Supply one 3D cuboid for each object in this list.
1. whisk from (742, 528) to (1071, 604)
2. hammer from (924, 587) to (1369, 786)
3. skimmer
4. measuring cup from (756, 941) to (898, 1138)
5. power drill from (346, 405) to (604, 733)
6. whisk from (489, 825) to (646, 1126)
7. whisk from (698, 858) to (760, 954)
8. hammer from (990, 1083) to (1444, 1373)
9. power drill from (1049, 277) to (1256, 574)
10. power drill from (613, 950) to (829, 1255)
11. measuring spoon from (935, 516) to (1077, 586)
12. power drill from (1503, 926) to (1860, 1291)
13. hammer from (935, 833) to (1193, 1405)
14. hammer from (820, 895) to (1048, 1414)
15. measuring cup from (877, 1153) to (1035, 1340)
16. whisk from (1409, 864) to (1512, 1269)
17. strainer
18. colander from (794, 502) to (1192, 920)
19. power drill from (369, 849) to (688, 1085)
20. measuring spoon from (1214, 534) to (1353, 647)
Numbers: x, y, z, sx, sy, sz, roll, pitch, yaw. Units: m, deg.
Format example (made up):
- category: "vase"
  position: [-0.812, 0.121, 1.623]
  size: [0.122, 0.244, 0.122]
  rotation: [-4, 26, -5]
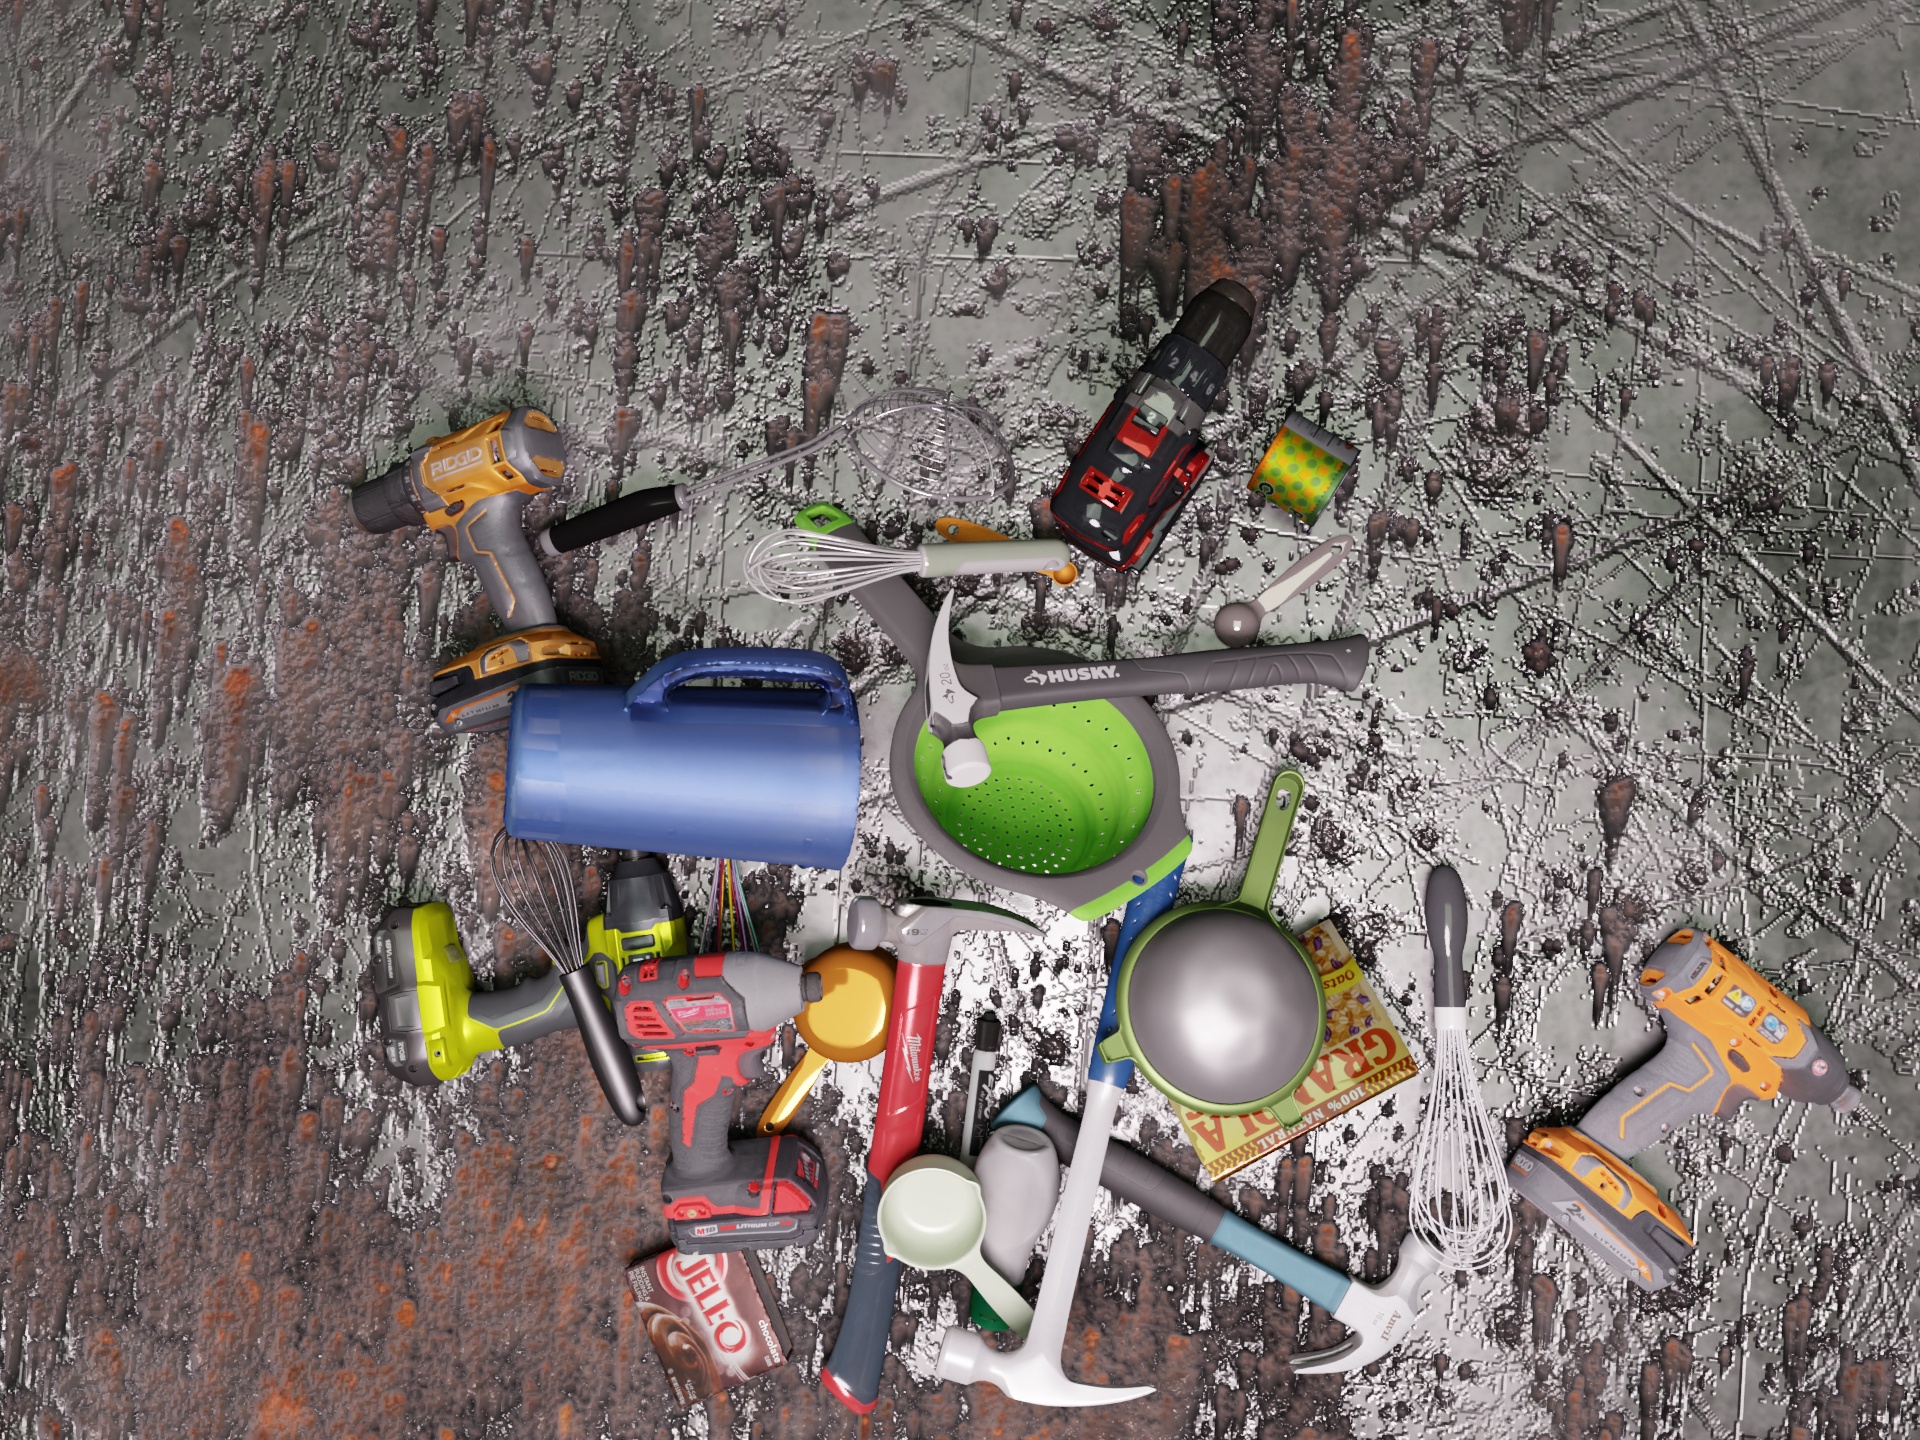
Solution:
- category: "whisk"
  position: [-0.036, -0.115, 1.154]
  size: [0.246, 0.057, 0.059]
  rotation: [-4, 64, -16]
- category: "hammer"
  position: [0.137, -0.036, 1.136]
  size: [0.334, 0.035, 0.146]
  rotation: [-5, 58, -13]
- category: "skimmer"
  position: [-0.142, -0.166, 1.202]
  size: [0.363, 0.127, 0.090]
  rotation: [-17, 127, 16]
- category: "measuring cup"
  position: [-0.105, 0.246, 1.184]
  size: [0.095, 0.052, 0.173]
  rotation: [34, 89, 5]
- category: "power drill"
  position: [-0.371, -0.106, 1.203]
  size: [0.185, 0.084, 0.226]
  rotation: [-14, 86, 21]
- category: "whisk"
  position: [-0.277, 0.181, 1.140]
  size: [0.055, 0.055, 0.239]
  rotation: [-22, 93, 4]
- category: "whisk"
  position: [-0.175, 0.114, 1.202]
  size: [0.051, 0.047, 0.245]
  rotation: [-3, 84, 6]
- category: "hammer"
  position: [0.176, 0.361, 1.165]
  size: [0.331, 0.033, 0.128]
  rotation: [28, 89, 6]
- category: "power drill"
  position: [0.133, -0.194, 1.092]
  size: [0.080, 0.226, 0.188]
  rotation: [33, 91, 5]
- category: "power drill"
  position: [-0.158, 0.265, 1.135]
  size: [0.143, 0.079, 0.219]
  rotation: [-6, 110, 2]
- category: "measuring spoon"
  position: [0.034, -0.129, 1.210]
  size: [0.117, 0.011, 0.021]
  rotation: [23, 85, 9]
- category: "power drill"
  position: [0.511, 0.281, 1.116]
  size: [0.164, 0.084, 0.226]
  rotation: [38, 88, 5]
- category: "hammer"
  position: [0.105, 0.268, 1.113]
  size: [0.144, 0.035, 0.406]
  rotation: [15, 72, 3]
- category: "hammer"
  position: [-0.034, 0.319, 1.159]
  size: [0.143, 0.038, 0.386]
  rotation: [6, 98, -17]
- category: "measuring cup"
  position: [0.009, 0.377, 1.127]
  size: [0.083, 0.038, 0.167]
  rotation: [-39, 99, 7]
- category: "whisk"
  position: [0.352, 0.246, 1.142]
  size: [0.070, 0.070, 0.285]
  rotation: [-1, 81, 5]
- category: "strainer"
  position: [0.204, 0.145, 1.106]
  size: [0.151, 0.069, 0.256]
  rotation: [20, 72, 1]
- category: "colander"
  position: [-0.002, -0.004, 1.169]
  size: [0.204, 0.094, 0.397]
  rotation: [-29, 65, -26]
- category: "power drill"
  position: [-0.316, 0.185, 1.197]
  size: [0.223, 0.080, 0.171]
  rotation: [-8, 88, 1]
- category: "measuring spoon"
  position: [0.242, -0.099, 1.184]
  size: [0.124, 0.018, 0.034]
  rotation: [-37, 85, 2]
